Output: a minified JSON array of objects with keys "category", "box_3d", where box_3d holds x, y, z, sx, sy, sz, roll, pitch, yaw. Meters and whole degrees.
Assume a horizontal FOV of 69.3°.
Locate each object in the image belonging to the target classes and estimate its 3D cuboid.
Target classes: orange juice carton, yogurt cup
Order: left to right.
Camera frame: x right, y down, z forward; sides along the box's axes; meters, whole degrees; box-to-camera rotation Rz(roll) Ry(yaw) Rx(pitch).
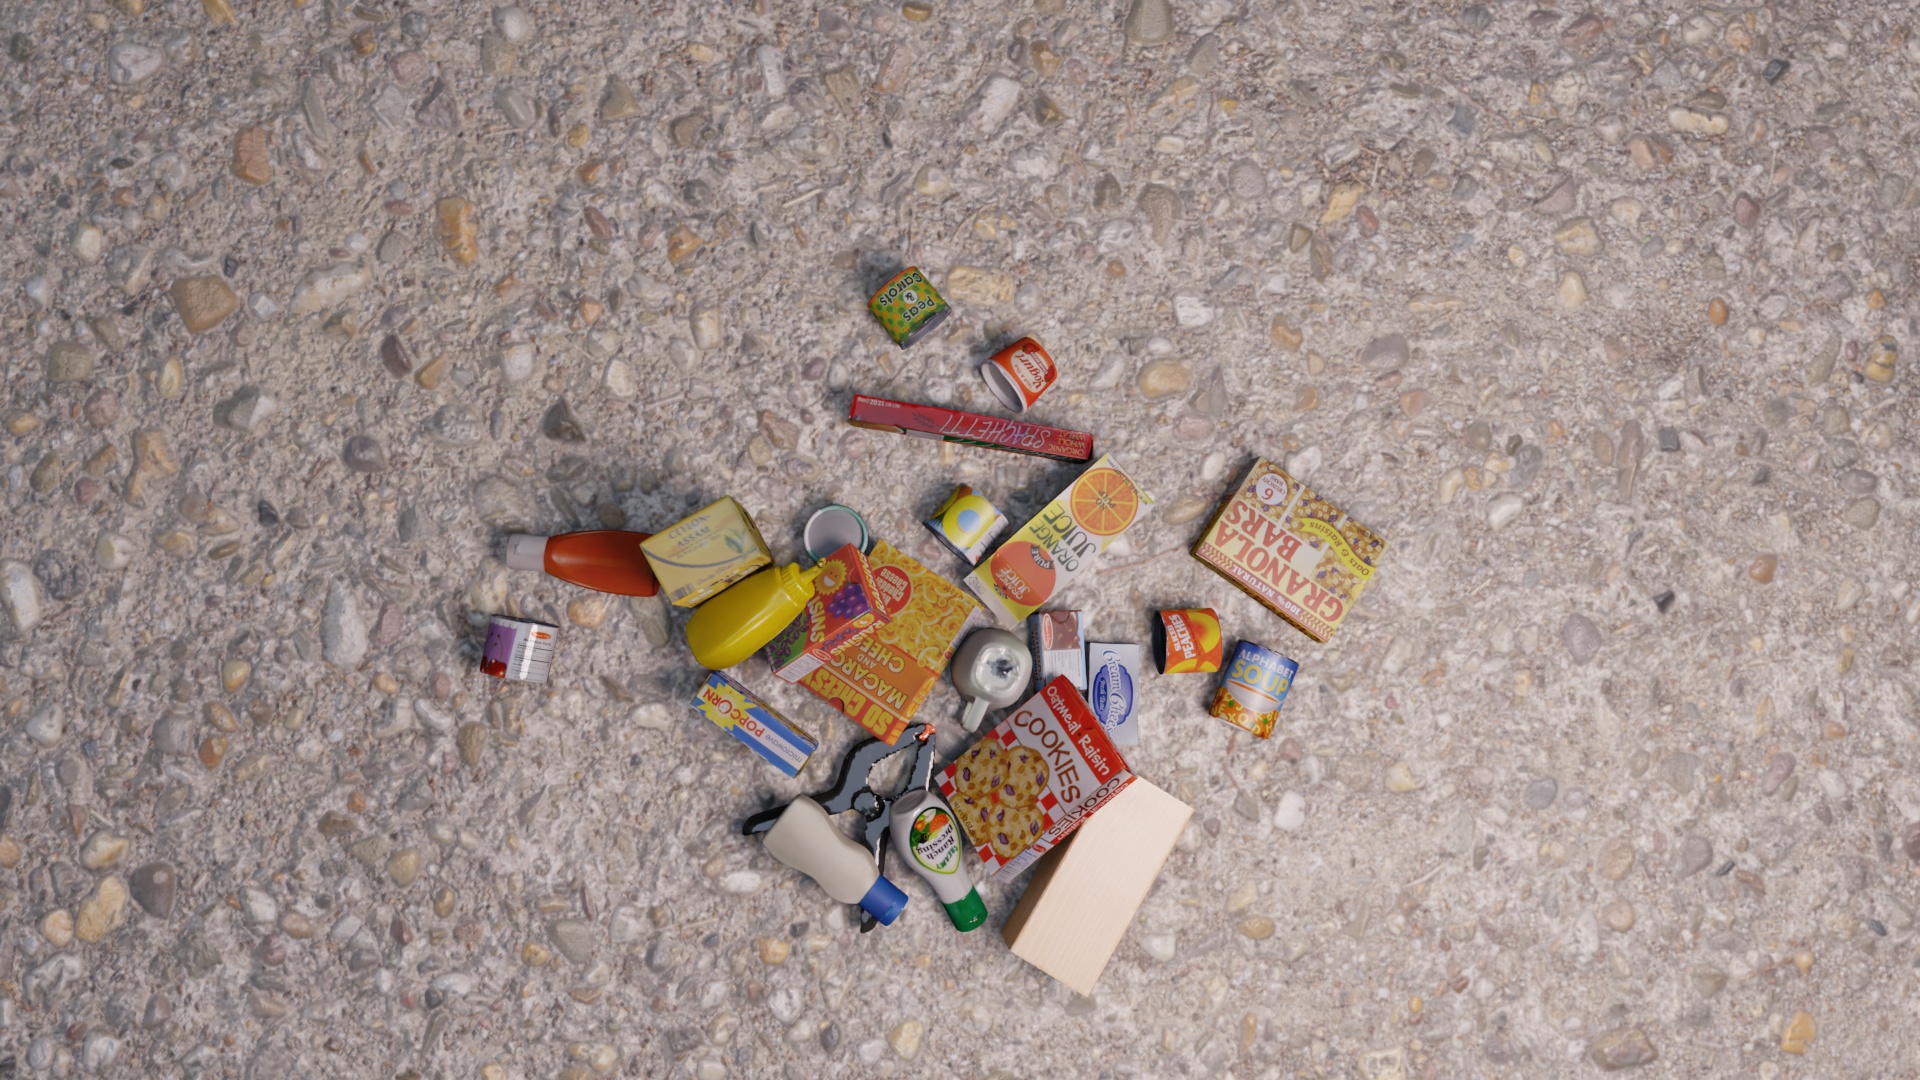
[{"category":"yogurt cup","box_3d":[0.062,-0.171,1.420,0.054,0.072,0.072,-40,89,-13]},{"category":"orange juice carton","box_3d":[0.098,0.002,1.402,0.193,0.073,0.072,-41,89,-5]}]

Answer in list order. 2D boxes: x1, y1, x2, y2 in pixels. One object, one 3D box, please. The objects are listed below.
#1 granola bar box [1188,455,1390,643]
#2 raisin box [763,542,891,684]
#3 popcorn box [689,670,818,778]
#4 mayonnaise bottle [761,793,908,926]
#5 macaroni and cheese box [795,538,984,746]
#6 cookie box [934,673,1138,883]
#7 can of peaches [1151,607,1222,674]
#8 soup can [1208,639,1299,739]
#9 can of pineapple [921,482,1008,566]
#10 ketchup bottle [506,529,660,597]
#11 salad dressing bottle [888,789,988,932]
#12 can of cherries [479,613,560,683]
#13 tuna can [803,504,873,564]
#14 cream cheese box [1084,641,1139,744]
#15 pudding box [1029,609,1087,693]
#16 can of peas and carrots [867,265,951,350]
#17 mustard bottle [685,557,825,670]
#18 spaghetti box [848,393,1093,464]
[{"category":"granola bar box","box_3d":[0.339,0.010,1.433,0.165,0.039,0.124,34,84,0]},{"category":"raisin box","box_3d":[-0.137,0.071,1.363,0.123,0.040,0.086,-32,53,13]},{"category":"popcorn box","box_3d":[-0.200,0.180,1.363,0.127,0.085,0.038,36,86,-1]},{"category":"mayonnaise bottle","box_3d":[-0.118,0.314,1.345,0.148,0.041,0.065,39,91,-1]},{"category":"macaroni and cheese box","box_3d":[-0.074,0.101,1.383,0.124,0.040,0.166,31,84,18]},{"category":"cookie box","box_3d":[0.072,0.230,1.350,0.167,0.040,0.123,-40,53,8]},{"category":"can of peaches","box_3d":[0.229,0.101,1.403,0.058,0.071,0.071,-2,86,-5]},{"category":"soup can","box_3d":[0.297,0.150,1.403,0.071,0.071,0.084,24,85,-1]},{"category":"can of pineapple","box_3d":[0.005,-0.018,1.402,0.071,0.071,0.058,41,84,0]},{"category":"ketchup bottle","box_3d":[-0.374,0.018,1.386,0.149,0.043,0.065,6,83,-3]},{"category":"salad dressing bottle","box_3d":[-0.019,0.316,1.366,0.064,0.044,0.147,-35,109,-27]},{"category":"can of cherries","box_3d":[-0.435,0.106,1.366,0.071,0.071,0.058,11,86,-3]},{"category":"tuna can","box_3d":[-0.124,-0.002,1.409,0.071,0.033,0.071,0,85,-3]},{"category":"cream cheese box","box_3d":[0.155,0.156,1.418,0.053,0.024,0.104,1,86,-5]},{"category":"pudding box","box_3d":[0.100,0.112,1.410,0.050,0.030,0.083,-2,86,-19]},{"category":"can of peas and carrots","box_3d":[-0.052,-0.237,1.413,0.071,0.071,0.059,-39,88,-5]},{"category":"mustard bottle","box_3d":[-0.191,0.064,1.342,0.160,0.048,0.065,-33,57,14]},{"category":"spaghetti box","box_3d":[0.011,-0.112,1.418,0.250,0.050,0.028,9,87,-3]}]
